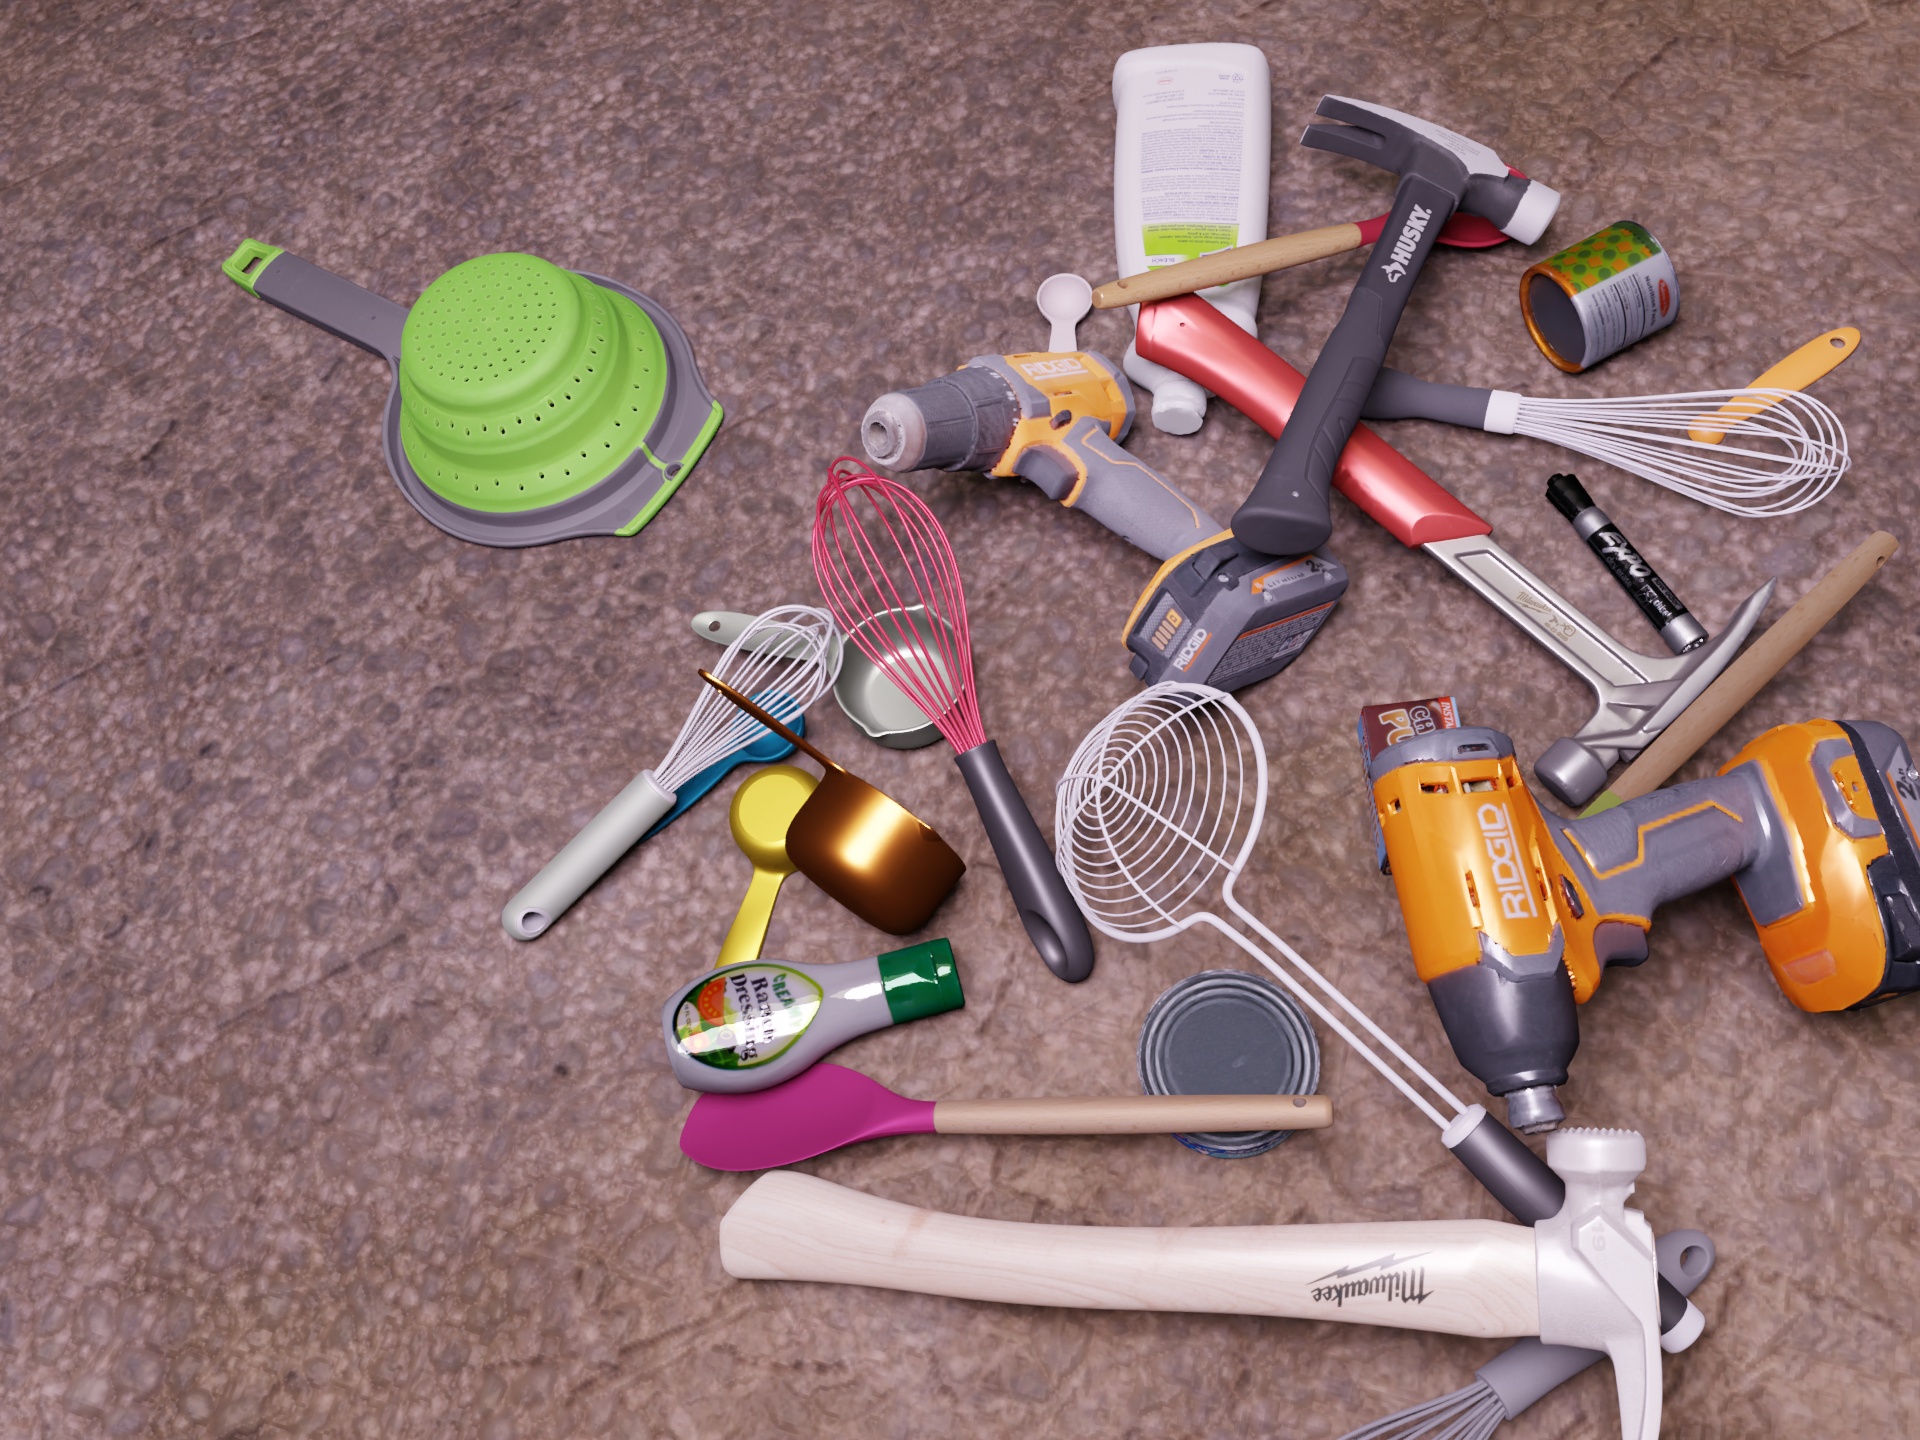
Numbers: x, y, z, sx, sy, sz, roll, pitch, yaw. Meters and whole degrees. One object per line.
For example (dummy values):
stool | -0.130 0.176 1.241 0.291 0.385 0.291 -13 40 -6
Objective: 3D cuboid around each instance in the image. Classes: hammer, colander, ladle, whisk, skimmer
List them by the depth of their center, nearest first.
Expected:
whisk | 0.232 0.292 0.682 0.239 0.055 0.055 -31 64 -10
hammer | 0.081 0.248 0.691 0.411 0.038 0.146 -4 78 22
skimmer | 0.186 0.130 0.726 0.363 0.090 0.127 43 111 12
ladle | 0.340 0.026 0.755 0.320 0.078 0.062 -43 35 -3
whisk | -0.001 -0.003 0.815 0.073 0.073 0.296 -25 84 -2
hammer | 0.207 -0.209 0.829 0.146 0.035 0.335 28 57 2
hammer | 0.237 -0.126 0.840 0.359 0.036 0.149 44 90 16
whisk | -0.156 0.029 0.851 0.246 0.057 0.059 -44 32 4
whisk | 0.331 -0.163 0.873 0.285 0.070 0.070 14 69 21
ladle | 0.204 -0.269 0.898 0.315 0.031 0.069 -20 62 -26
colander | -0.341 -0.251 1.003 0.397 0.094 0.204 27 73 20

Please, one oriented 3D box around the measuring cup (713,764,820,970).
measuring cup | -0.111 0.095 0.840 0.062 0.029 0.157 12 69 15

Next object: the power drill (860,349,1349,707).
power drill | 0.070 -0.111 0.830 0.185 0.084 0.226 -19 58 -46

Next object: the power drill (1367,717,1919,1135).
power drill | 0.295 0.081 0.666 0.226 0.084 0.164 -3 68 -11

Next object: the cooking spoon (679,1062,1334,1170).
cooking spoon | 0.014 0.188 0.751 0.319 0.017 0.069 -6 33 18

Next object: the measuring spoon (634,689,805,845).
measuring spoon | -0.138 0.032 0.885 0.128 0.021 0.042 -38 61 2

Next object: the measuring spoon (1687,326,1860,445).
measuring spoon | 0.453 -0.188 0.882 0.117 0.011 0.021 -33 64 -6

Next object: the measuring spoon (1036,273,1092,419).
measuring spoon | 0.062 -0.213 0.964 0.034 0.018 0.124 2 73 5

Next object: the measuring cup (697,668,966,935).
measuring cup | -0.077 0.045 0.793 0.173 0.095 0.052 40 77 -21

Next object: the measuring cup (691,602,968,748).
measuring cup | -0.072 -0.031 0.888 0.167 0.038 0.083 14 69 18
